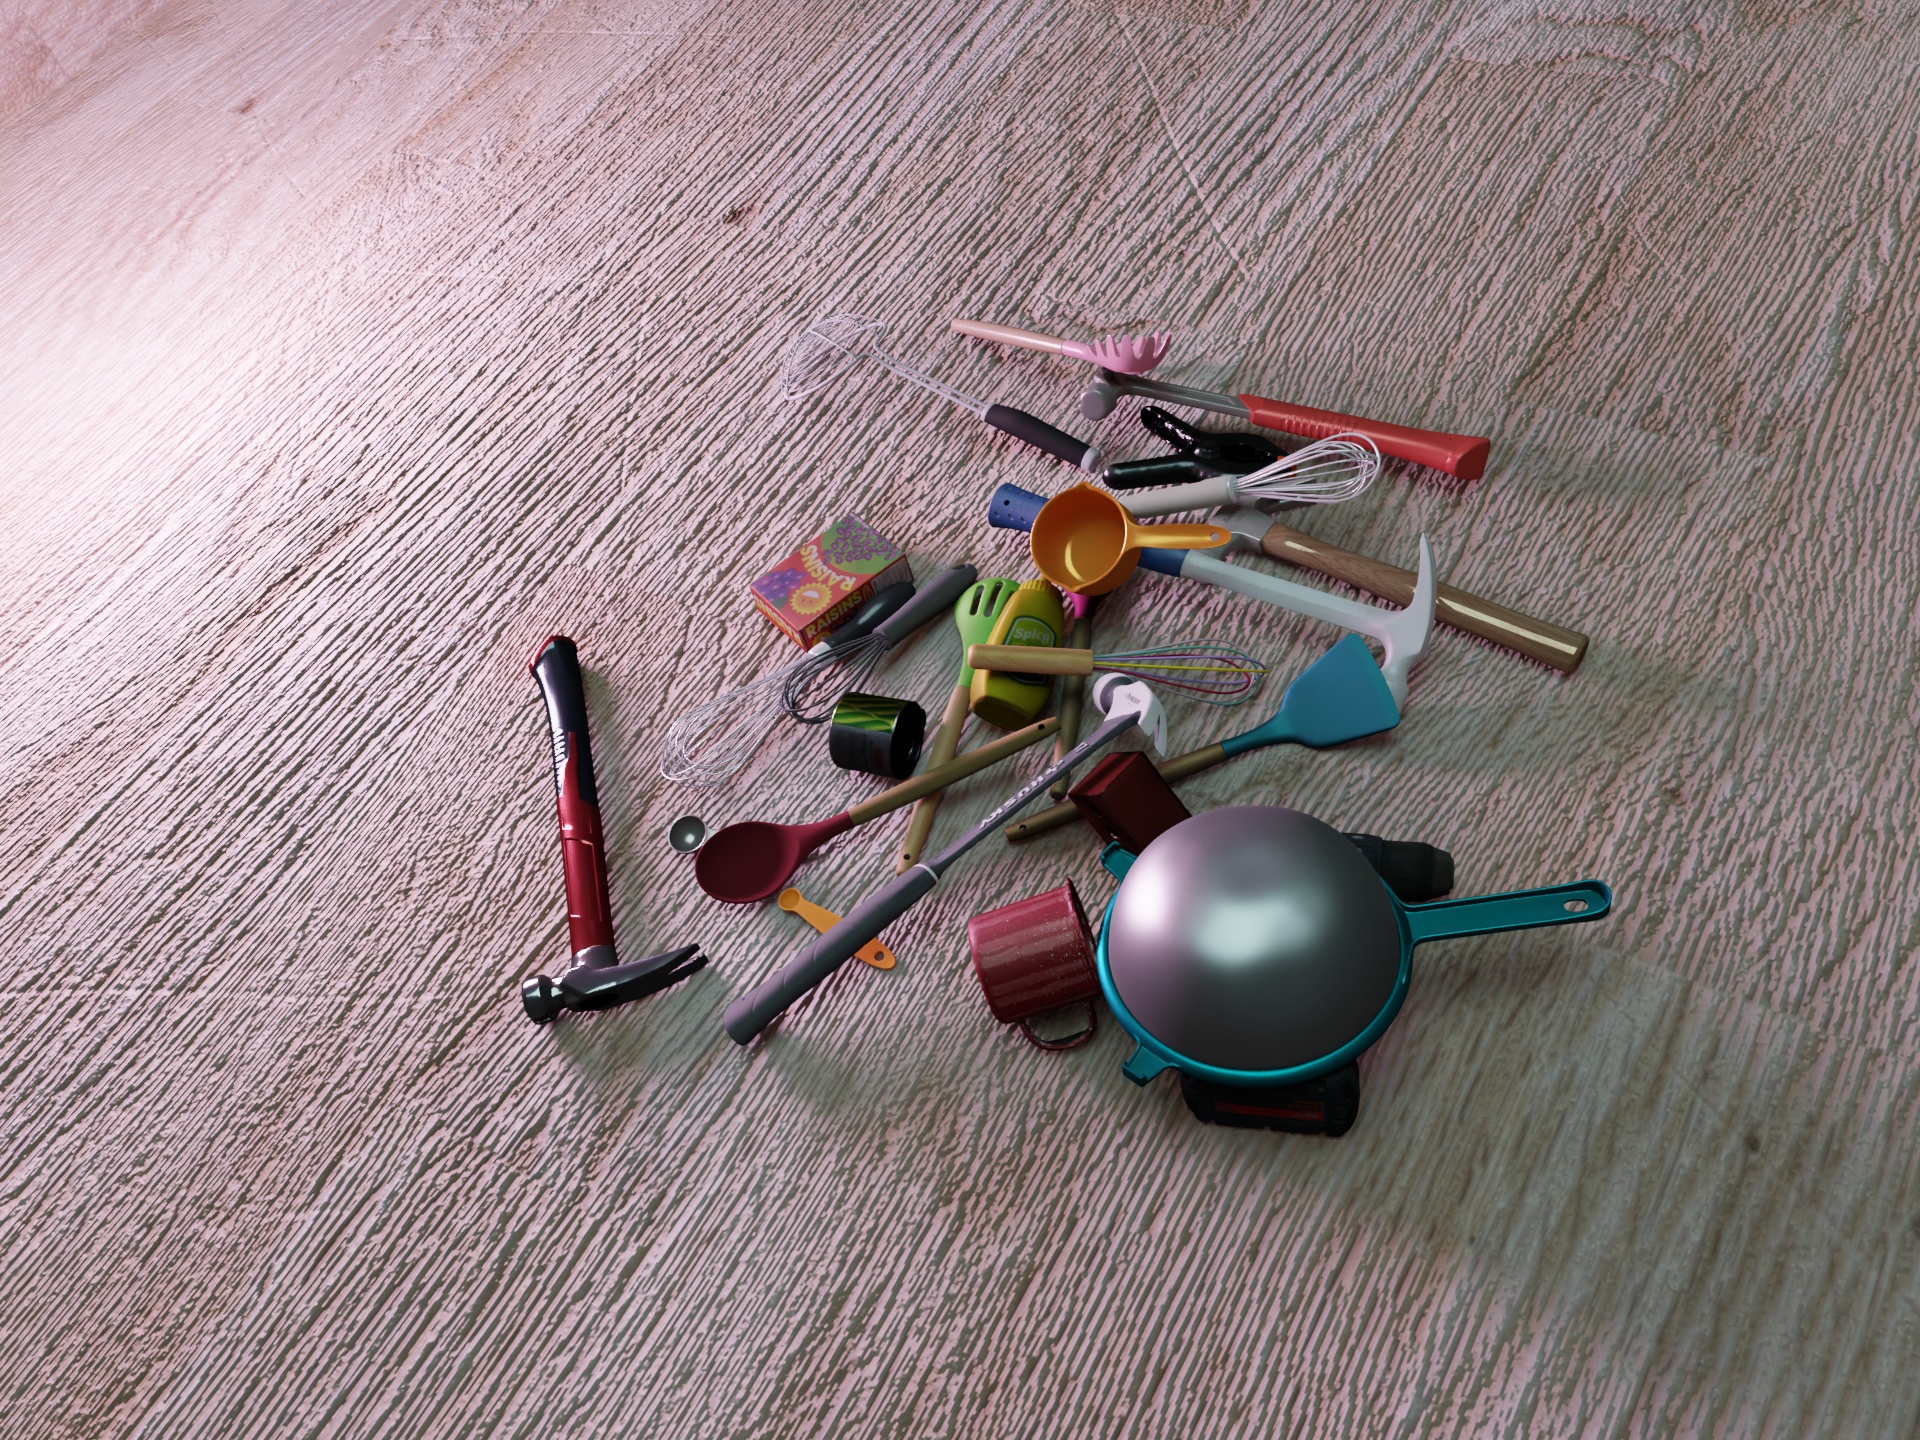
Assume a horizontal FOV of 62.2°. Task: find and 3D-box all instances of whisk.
[{"bbox_3d":[0.128,-0.044,1.291,0.245,0.051,0.047,3,31,-2],"label":"whisk"},{"bbox_3d":[0.243,-0.202,1.370,0.246,0.057,0.059,-6,77,34],"label":"whisk"},{"bbox_3d":[-0.144,-0.036,1.382,0.284,0.070,0.070,-39,54,-21],"label":"whisk"},{"bbox_3d":[-0.065,-0.071,1.378,0.055,0.055,0.239,29,54,31],"label":"whisk"}]

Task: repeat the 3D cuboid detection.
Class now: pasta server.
[{"bbox_3d":[0.086,-0.371,1.534,0.060,0.040,0.316,-14,26,-33],"label":"pasta server"}]

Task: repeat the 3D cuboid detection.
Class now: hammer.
[{"bbox_3d":[0.359,-0.117,1.326,0.331,0.031,0.130,26,64,29],"label":"hammer"},{"bbox_3d":[-0.011,0.107,1.195,0.409,0.036,0.149,-38,14,-2],"label":"hammer"},{"bbox_3d":[-0.310,0.070,1.352,0.143,0.038,0.387,-17,51,0],"label":"hammer"},{"bbox_3d":[0.297,-0.278,1.442,0.359,0.036,0.149,17,37,21],"label":"hammer"},{"bbox_3d":[0.203,-0.135,1.340,0.406,0.035,0.144,22,91,28],"label":"hammer"}]

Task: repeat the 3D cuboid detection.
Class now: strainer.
[{"bbox_3d":[0.253,0.118,1.041,0.340,0.095,0.211,-9,46,8],"label":"strainer"}]

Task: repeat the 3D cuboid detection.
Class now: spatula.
[{"bbox_3d":[0.182,0.029,1.251,0.317,0.044,0.082,-22,75,-1],"label":"spatula"}]

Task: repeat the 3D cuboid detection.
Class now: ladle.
[{"bbox_3d":[-0.064,0.066,1.276,0.315,0.031,0.069,-24,69,1],"label":"ladle"}]

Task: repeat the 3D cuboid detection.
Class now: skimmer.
[{"bbox_3d":[-0.021,-0.309,1.572,0.363,0.090,0.127,29,61,20],"label":"skimmer"}]

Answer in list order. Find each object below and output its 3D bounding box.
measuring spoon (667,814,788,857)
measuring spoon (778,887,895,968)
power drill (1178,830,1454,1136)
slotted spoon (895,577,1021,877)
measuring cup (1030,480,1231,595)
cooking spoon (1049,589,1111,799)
[{"bbox_3d":[-0.181,0.102,1.312,0.124,0.018,0.034,6,66,11],"label":"measuring spoon"},{"bbox_3d":[-0.096,0.164,1.244,0.117,0.011,0.021,28,70,26],"label":"measuring spoon"},{"bbox_3d":[0.246,0.168,1.112,0.188,0.080,0.227,2,51,15],"label":"power drill"},{"bbox_3d":[-0.002,-0.004,1.336,0.070,0.031,0.314,11,58,12],"label":"slotted spoon"},{"bbox_3d":[0.147,-0.147,1.322,0.174,0.052,0.095,3,82,26],"label":"measuring cup"},{"bbox_3d":[0.102,-0.066,1.361,0.069,0.017,0.319,0,53,15],"label":"cooking spoon"}]
